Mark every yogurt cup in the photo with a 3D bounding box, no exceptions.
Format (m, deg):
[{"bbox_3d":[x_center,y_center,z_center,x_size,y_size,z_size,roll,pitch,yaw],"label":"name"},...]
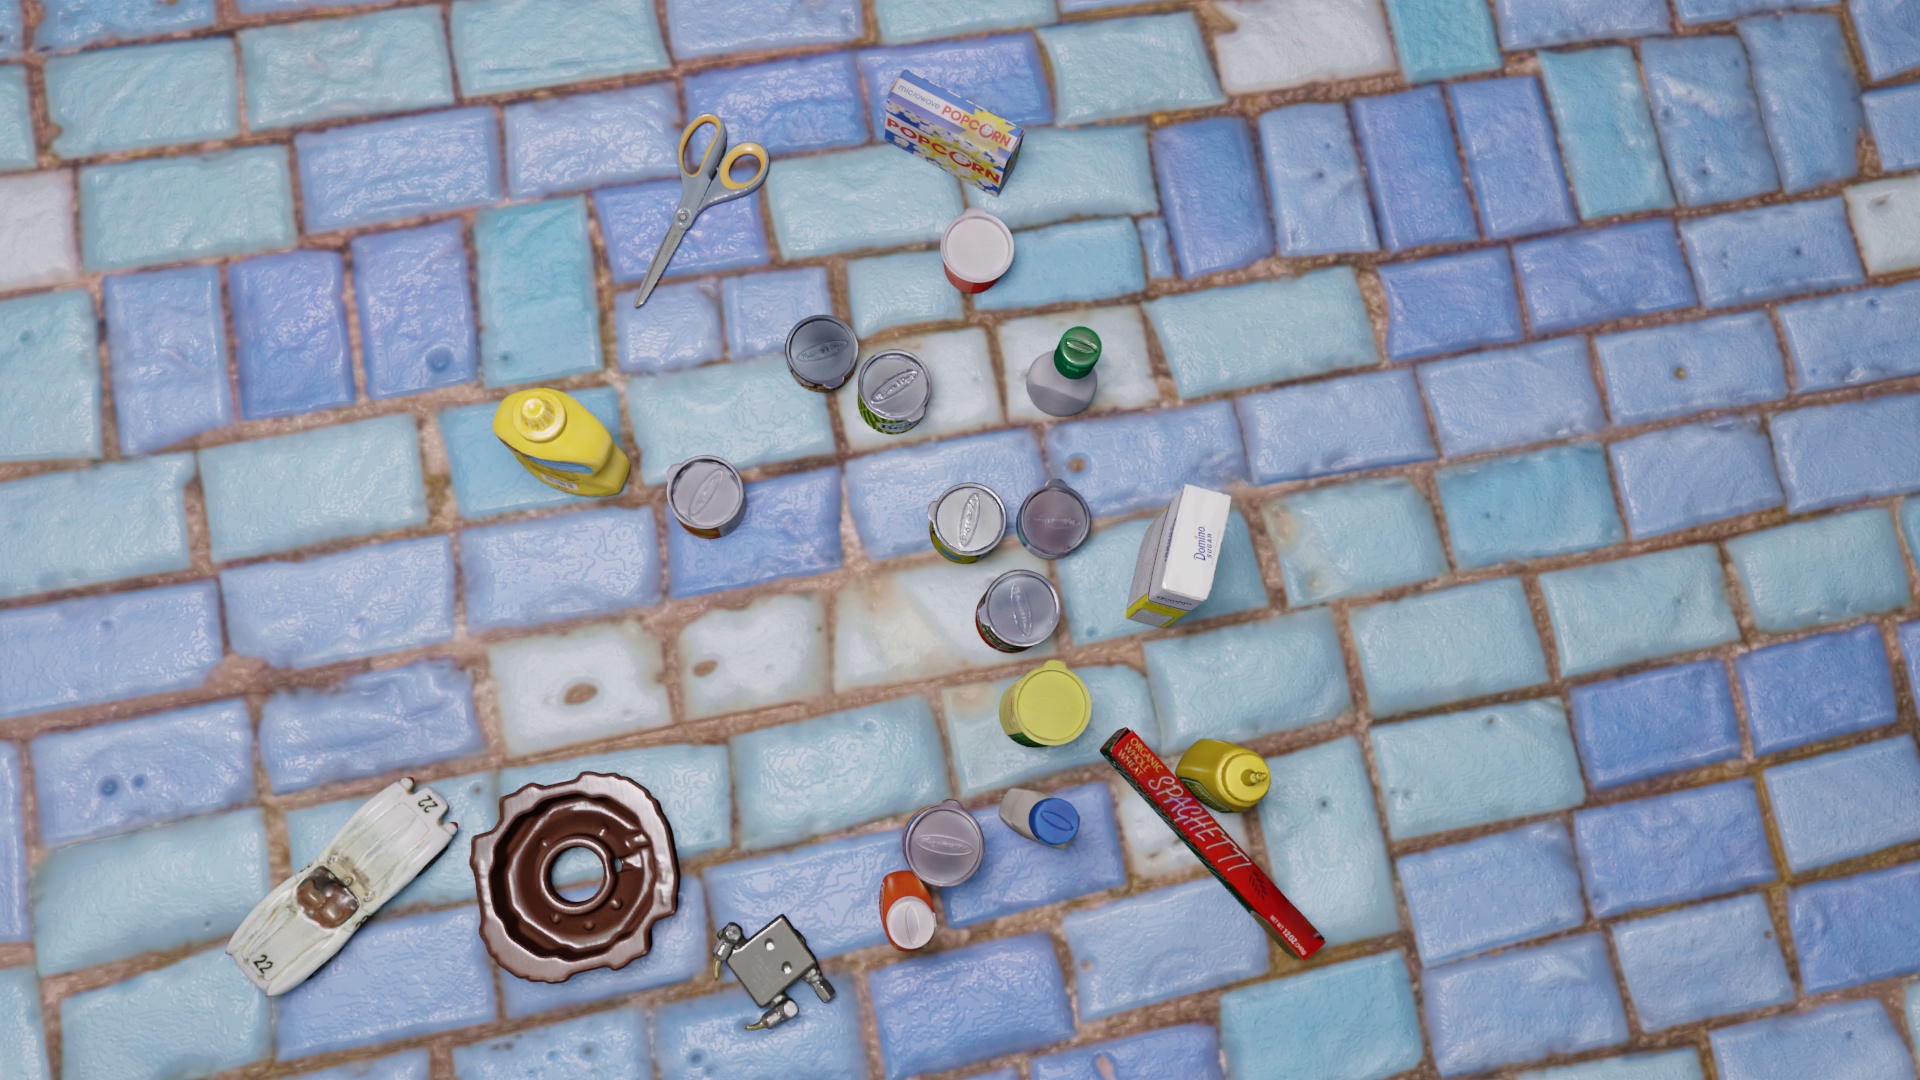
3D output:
[{"bbox_3d":[0.014,-0.265,1.298,0.072,0.054,0.072,1,80,-5],"label":"yogurt cup"}]

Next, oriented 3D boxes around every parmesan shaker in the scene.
[{"bbox_3d":[0.072,0.143,1.204,0.071,0.103,0.071,1,80,-5],"label":"parmesan shaker"}]

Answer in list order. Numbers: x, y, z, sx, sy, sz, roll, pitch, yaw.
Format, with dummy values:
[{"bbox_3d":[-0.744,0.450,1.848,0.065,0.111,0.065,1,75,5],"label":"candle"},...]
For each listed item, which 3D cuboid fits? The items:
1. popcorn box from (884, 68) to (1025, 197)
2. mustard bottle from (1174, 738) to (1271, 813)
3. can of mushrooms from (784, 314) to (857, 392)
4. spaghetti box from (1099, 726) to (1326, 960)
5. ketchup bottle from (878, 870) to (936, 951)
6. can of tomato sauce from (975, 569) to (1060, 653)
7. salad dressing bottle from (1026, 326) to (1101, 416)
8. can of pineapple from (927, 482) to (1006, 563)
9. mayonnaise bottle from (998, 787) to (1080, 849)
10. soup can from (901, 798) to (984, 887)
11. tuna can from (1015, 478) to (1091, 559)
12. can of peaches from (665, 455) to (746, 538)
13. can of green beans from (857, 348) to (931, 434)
[{"bbox_3d":[-0.008,-0.381,1.301,0.127,0.085,0.038,27,79,0],"label":"popcorn box"},{"bbox_3d":[0.228,0.200,1.179,0.065,0.160,0.049,40,79,2],"label":"mustard bottle"},{"bbox_3d":[-0.127,-0.169,1.278,0.071,0.033,0.071,1,80,-5],"label":"can of mushrooms"},{"bbox_3d":[0.219,0.265,1.222,0.029,0.050,0.250,-42,86,-10],"label":"spaghetti box"},{"bbox_3d":[-0.043,0.307,1.140,0.043,0.148,0.065,-7,81,-6],"label":"ketchup bottle"},{"bbox_3d":[0.047,0.065,1.226,0.071,0.083,0.071,1,80,-5],"label":"can of tomato sauce"},{"bbox_3d":[0.096,-0.150,1.237,0.064,0.147,0.044,20,79,-2],"label":"salad dressing bottle"},{"bbox_3d":[0.004,-0.016,1.250,0.071,0.057,0.071,1,80,-5],"label":"can of pineapple"},{"bbox_3d":[0.070,0.233,1.164,0.065,0.148,0.041,27,79,0],"label":"mayonnaise bottle"},{"bbox_3d":[-0.016,0.256,1.185,0.071,0.083,0.071,1,80,-5],"label":"soup can"},{"bbox_3d":[0.084,-0.019,1.270,0.071,0.032,0.071,1,80,-5],"label":"tuna can"},{"bbox_3d":[-0.226,-0.039,1.233,0.071,0.058,0.071,1,80,-5],"label":"can of peaches"},{"bbox_3d":[-0.061,-0.134,1.265,0.071,0.057,0.071,1,80,-5],"label":"can of green beans"}]
